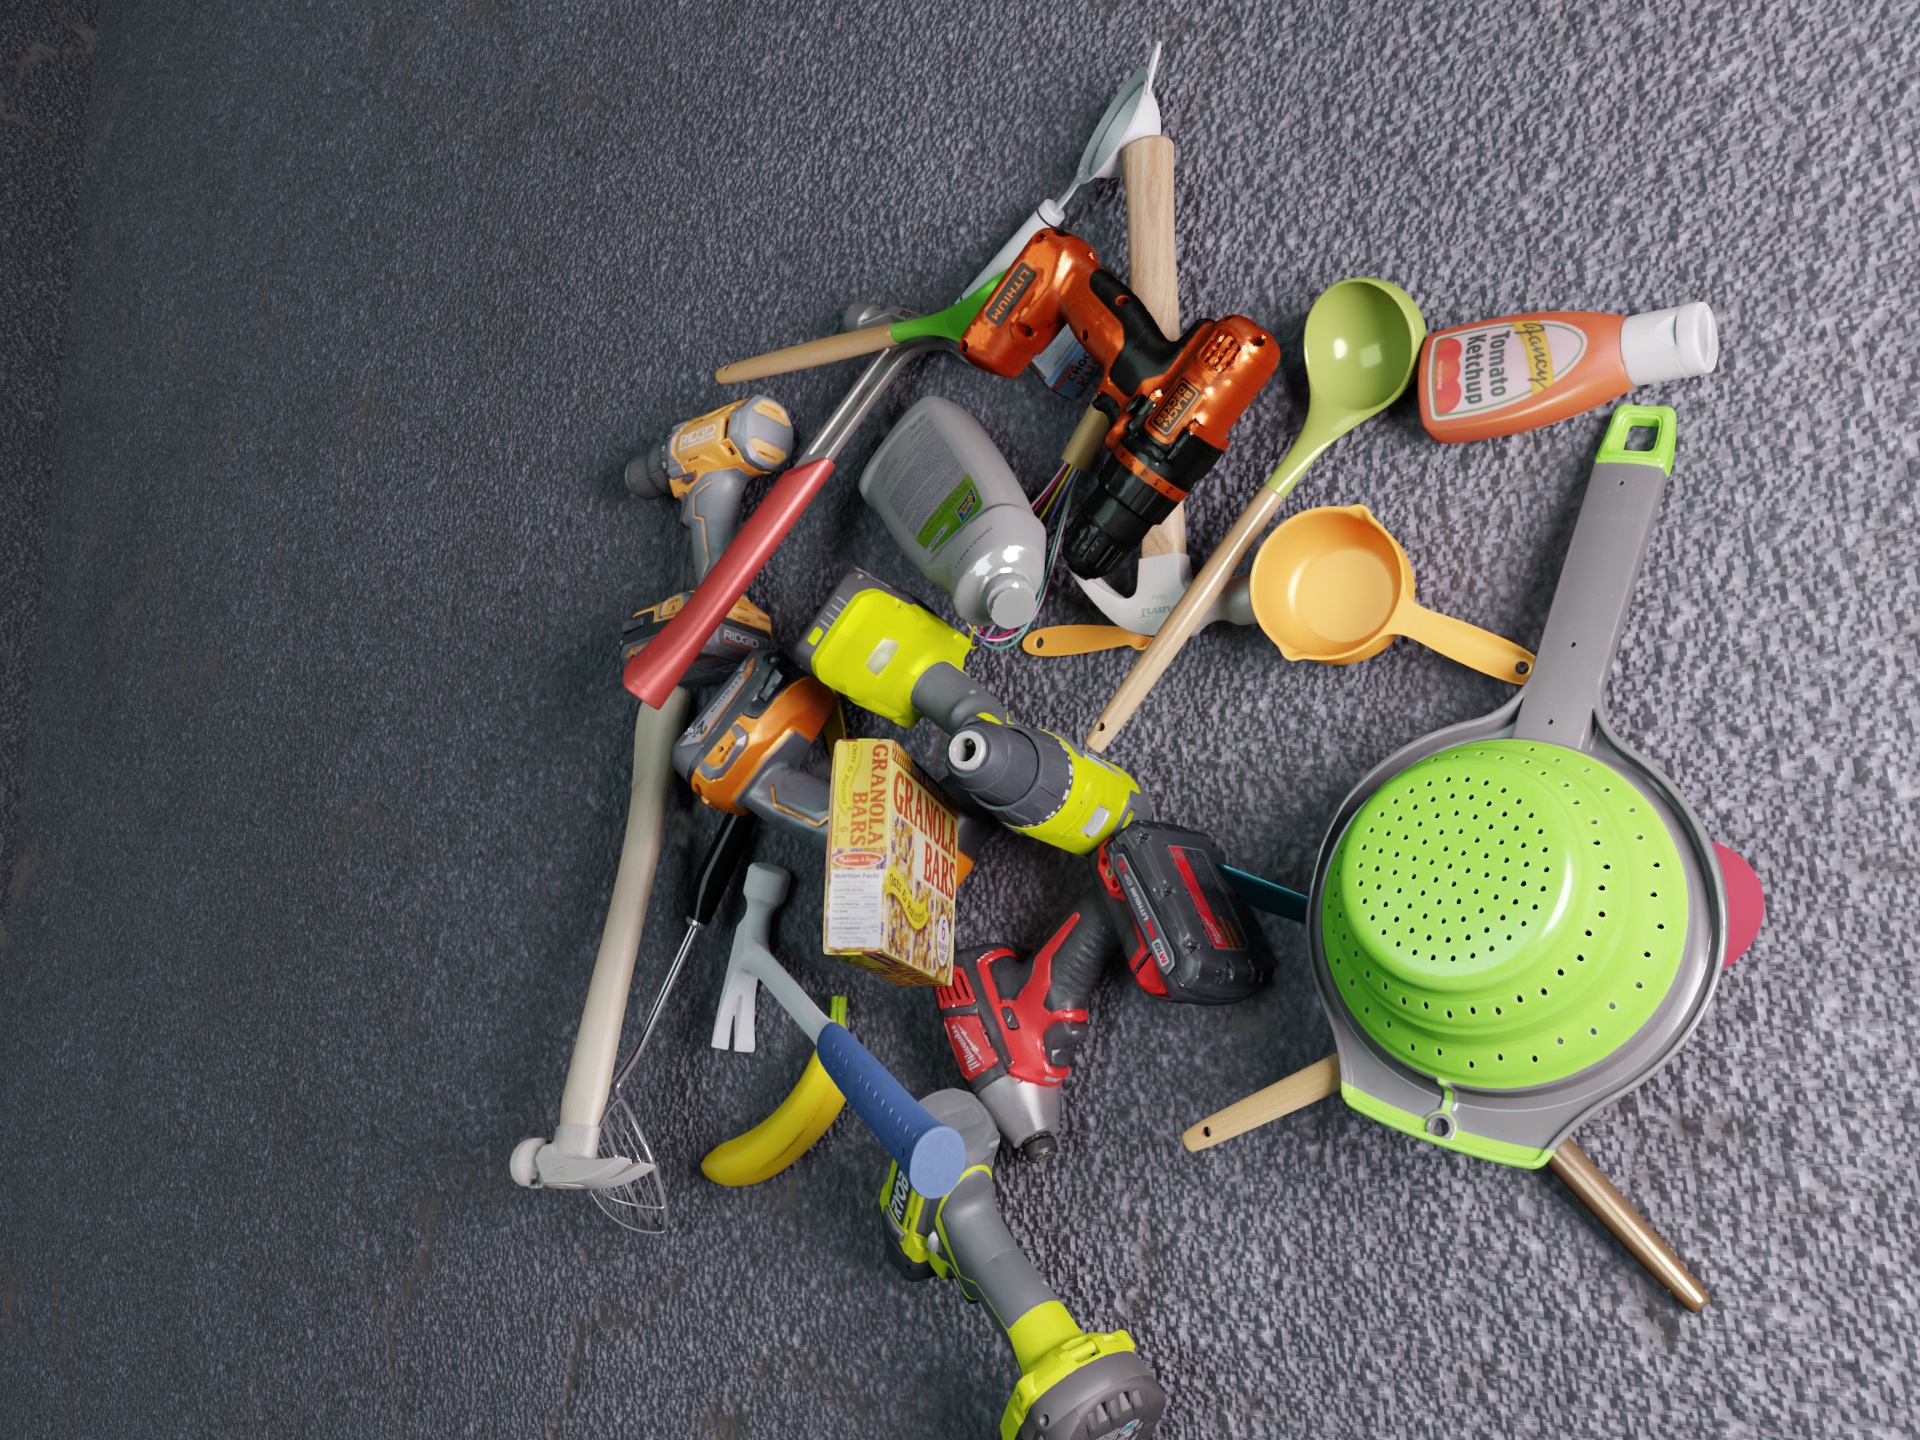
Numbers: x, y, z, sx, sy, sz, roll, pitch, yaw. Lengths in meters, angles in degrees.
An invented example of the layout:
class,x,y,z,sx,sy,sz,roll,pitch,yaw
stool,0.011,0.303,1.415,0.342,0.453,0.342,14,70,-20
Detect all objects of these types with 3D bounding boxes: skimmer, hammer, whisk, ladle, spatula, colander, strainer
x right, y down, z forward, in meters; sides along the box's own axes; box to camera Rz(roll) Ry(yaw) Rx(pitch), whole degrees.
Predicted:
class,x,y,z,sx,sy,sz,roll,pitch,yaw
skimmer,-0.211,0.226,1.268,0.127,0.090,0.363,17,82,57
hammer,-0.092,0.216,1.065,0.406,0.035,0.144,25,102,65
hammer,0.124,-0.216,1.025,0.130,0.031,0.331,-7,80,32
whisk,0.067,-0.154,1.084,0.051,0.047,0.245,38,104,42
ladle,0.249,0.149,0.804,0.315,0.031,0.069,-31,67,17
ladle,0.164,-0.117,0.938,0.078,0.062,0.320,38,96,35
spatula,0.256,0.181,0.836,0.044,0.082,0.318,-41,58,2
hammer,-0.130,-0.158,1.202,0.149,0.036,0.359,33,86,42
colander,0.275,0.007,0.772,0.205,0.094,0.397,12,77,38
strainer,0.071,-0.365,1.126,0.258,0.050,0.087,-41,27,36
hammer,-0.260,0.159,1.260,0.146,0.038,0.411,-16,57,41

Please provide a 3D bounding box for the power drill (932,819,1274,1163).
class,x,y,z,sx,sy,sz,roll,pitch,yaw
power drill,0.078,0.170,0.985,0.219,0.078,0.143,-43,54,32

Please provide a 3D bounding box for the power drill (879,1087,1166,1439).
class,x,y,z,sx,sy,sz,roll,pitch,yaw
power drill,0.022,0.361,0.976,0.223,0.080,0.171,52,144,38

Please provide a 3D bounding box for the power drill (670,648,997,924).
class,x,y,z,sx,sy,sz,roll,pitch,yaw
power drill,-0.080,0.047,1.128,0.227,0.084,0.164,39,89,27

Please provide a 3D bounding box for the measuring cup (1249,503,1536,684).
class,x,y,z,sx,sy,sz,roll,pitch,yaw
measuring cup,0.249,-0.057,0.896,0.174,0.052,0.095,28,98,24

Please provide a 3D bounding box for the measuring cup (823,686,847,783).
class,x,y,z,sx,sy,sz,roll,pitch,yaw
measuring cup,-0.100,0.028,1.206,0.062,0.029,0.157,-27,66,36

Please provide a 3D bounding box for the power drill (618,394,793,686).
class,x,y,z,sx,sy,sz,roll,pitch,yaw
power drill,-0.226,-0.147,1.329,0.185,0.084,0.226,-9,71,42

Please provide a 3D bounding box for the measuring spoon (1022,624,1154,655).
class,x,y,z,sx,sy,sz,roll,pitch,yaw
measuring spoon,0.086,-0.054,1.069,0.117,0.011,0.021,-2,80,46

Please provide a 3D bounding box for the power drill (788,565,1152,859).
class,x,y,z,sx,sy,sz,roll,pitch,yaw
power drill,-0.002,-0.003,0.995,0.229,0.190,0.080,39,97,34

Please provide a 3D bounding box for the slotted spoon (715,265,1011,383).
class,x,y,z,sx,sy,sz,roll,pitch,yaw
slotted spoon,-0.067,-0.286,1.191,0.314,0.031,0.070,-4,55,36
